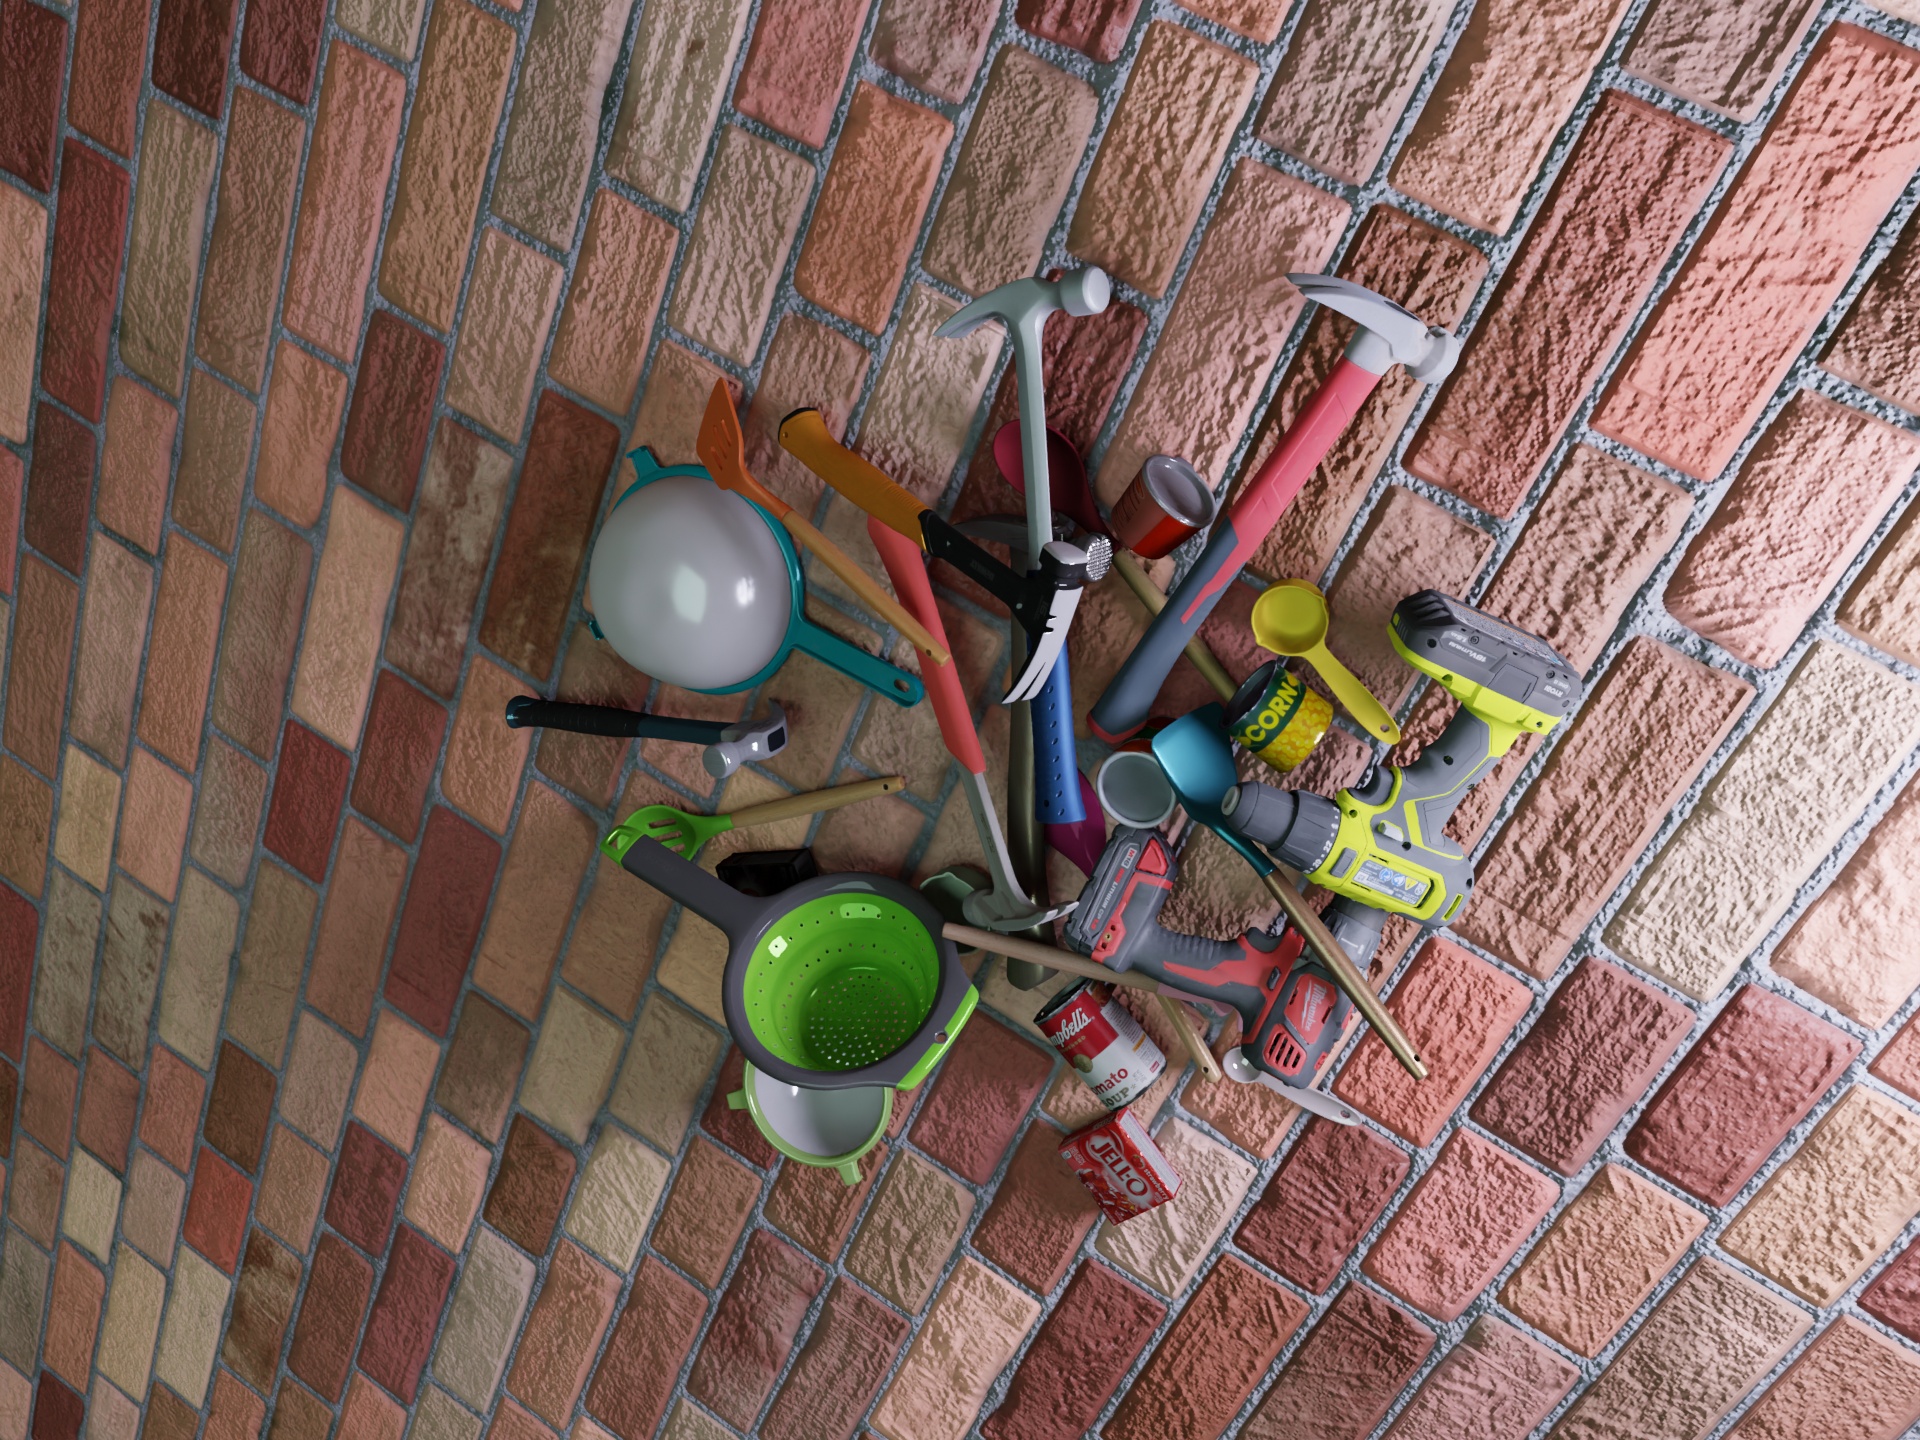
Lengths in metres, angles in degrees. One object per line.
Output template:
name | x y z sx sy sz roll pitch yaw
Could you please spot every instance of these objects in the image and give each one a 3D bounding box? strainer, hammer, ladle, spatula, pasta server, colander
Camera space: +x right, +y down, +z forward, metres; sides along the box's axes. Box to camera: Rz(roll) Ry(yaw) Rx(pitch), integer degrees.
strainer | -0.102 0.291 1.489 0.151 0.069 0.256 29 101 15
hammer | 0.190 -0.137 1.150 0.386 0.143 0.038 -57 36 29
hammer | -0.002 -0.004 1.293 0.149 0.036 0.359 -19 88 63
ladle | 0.138 -0.111 1.243 0.315 0.031 0.069 51 135 -1
hammer | -0.038 -0.149 1.237 0.337 0.034 0.127 40 125 34
spatula | -0.118 -0.155 1.304 0.323 0.041 0.081 43 132 17
pasta server | 0.136 0.220 1.319 0.316 0.060 0.040 14 78 8
hammer | 0.057 -0.125 1.200 0.144 0.035 0.405 1 98 38
colander | -0.162 0.207 1.414 0.397 0.204 0.094 27 153 26
strainer | -0.194 -0.083 1.371 0.340 0.095 0.211 27 117 16
hammer | -0.295 0.004 1.450 0.331 0.128 0.033 6 110 33
hammer | 0.049 0.034 1.318 0.146 0.038 0.410 16 116 35
spatula | 0.253 0.132 1.194 0.318 0.082 0.044 54 144 13

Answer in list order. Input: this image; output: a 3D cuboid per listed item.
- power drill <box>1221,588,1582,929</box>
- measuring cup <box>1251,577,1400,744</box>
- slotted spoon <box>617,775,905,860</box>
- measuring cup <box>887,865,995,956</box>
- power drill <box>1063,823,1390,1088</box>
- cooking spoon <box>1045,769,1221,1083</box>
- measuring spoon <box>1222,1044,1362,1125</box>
power drill | 0.315 0.027 1.143 0.190 0.080 0.228 23 113 -9
measuring cup | 0.282 -0.044 1.205 0.062 0.029 0.156 -37 102 31
slotted spoon | -0.186 0.089 1.469 0.314 0.031 0.070 -14 95 27
measuring cup | -0.039 0.159 1.420 0.168 0.038 0.083 8 112 30
power drill | 0.217 0.158 1.255 0.227 0.080 0.188 28 89 17
cooking spoon | 0.137 0.167 1.344 0.069 0.017 0.319 -30 91 31
measuring spoon | 0.279 0.306 1.335 0.124 0.018 0.034 26 117 8
